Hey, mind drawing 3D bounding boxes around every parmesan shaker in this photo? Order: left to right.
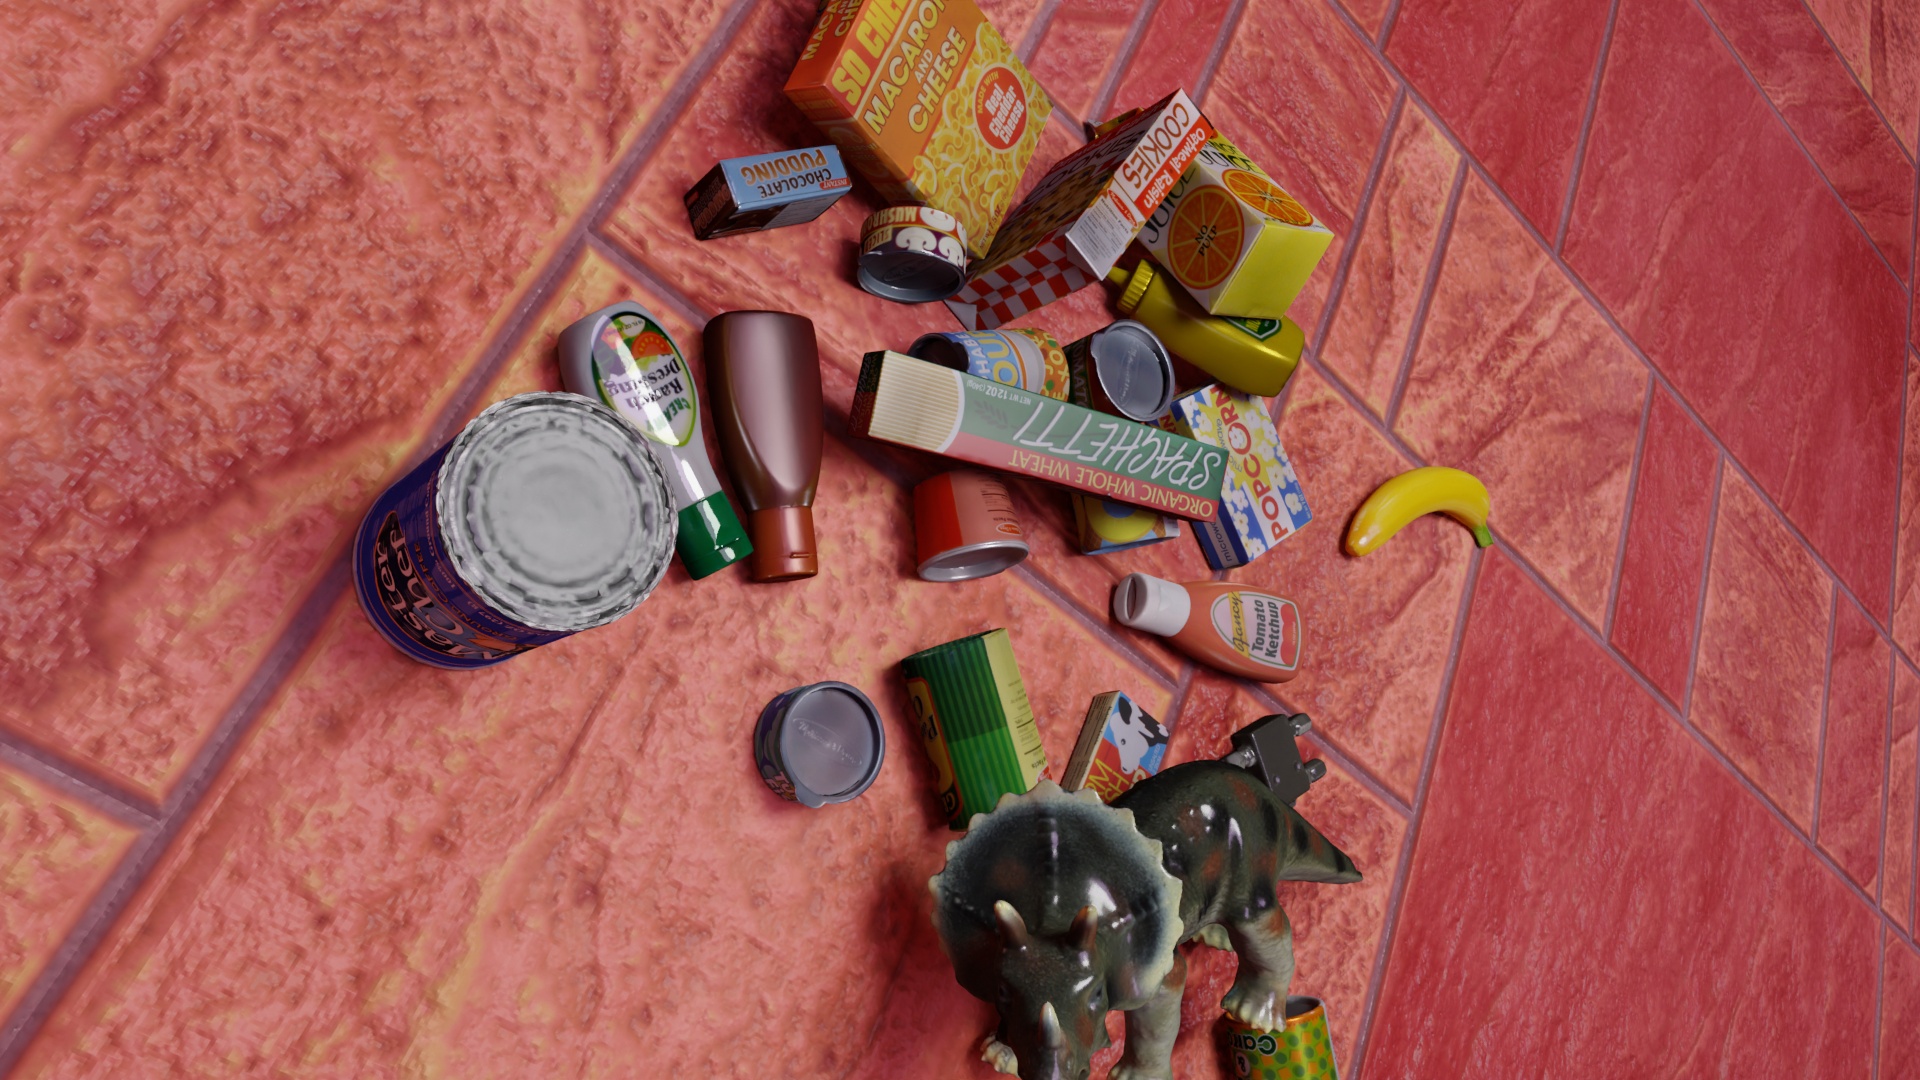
[{"bbox_3d":[0.010,0.109,0.807,0.071,0.071,0.103,-16,87,-38],"label":"parmesan shaker"}]

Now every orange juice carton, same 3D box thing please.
[{"bbox_3d":[0.162,-0.239,0.969,0.072,0.072,0.193,-3,44,-37],"label":"orange juice carton"}]

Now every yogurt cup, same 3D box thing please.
[{"bbox_3d":[0.003,-0.010,0.832,0.072,0.072,0.054,0,71,-37],"label":"yogurt cup"}]

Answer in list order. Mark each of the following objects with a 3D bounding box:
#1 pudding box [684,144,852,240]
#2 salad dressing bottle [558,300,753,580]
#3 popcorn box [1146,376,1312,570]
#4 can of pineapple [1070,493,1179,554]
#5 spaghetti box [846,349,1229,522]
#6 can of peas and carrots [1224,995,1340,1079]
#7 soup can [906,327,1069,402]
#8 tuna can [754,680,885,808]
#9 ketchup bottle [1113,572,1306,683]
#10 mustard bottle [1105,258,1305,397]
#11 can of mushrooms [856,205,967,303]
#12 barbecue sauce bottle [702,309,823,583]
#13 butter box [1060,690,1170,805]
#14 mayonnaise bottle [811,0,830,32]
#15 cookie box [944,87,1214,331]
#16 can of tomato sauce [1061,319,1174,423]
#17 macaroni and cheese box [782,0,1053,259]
[{"bbox_3d":[-0.111,-0.201,0.803,0.084,0.049,0.030,-22,91,-38],"label":"pudding box"},{"bbox_3d":[-0.158,-0.052,0.734,0.064,0.044,0.147,-31,98,-38],"label":"salad dressing bottle"},{"bbox_3d":[0.194,-0.052,0.997,0.085,0.038,0.126,-28,96,-37],"label":"popcorn box"},{"bbox_3d":[0.104,-0.024,0.909,0.071,0.071,0.058,-6,83,-37],"label":"can of pineapple"},{"bbox_3d":[0.054,-0.058,0.820,0.250,0.028,0.050,13,88,-29],"label":"spaghetti box"},{"bbox_3d":[0.205,0.331,0.894,0.071,0.070,0.059,-5,81,-37],"label":"can of peas and carrots"},{"bbox_3d":[0.017,-0.099,0.858,0.084,0.071,0.071,-10,85,-38],"label":"soup can"},{"bbox_3d":[-0.078,0.113,0.759,0.071,0.032,0.071,10,73,-34],"label":"tuna can"},{"bbox_3d":[0.171,0.056,0.951,0.149,0.043,0.065,16,70,-32],"label":"ketchup bottle"},{"bbox_3d":[0.161,-0.158,0.974,0.160,0.048,0.066,27,42,-2],"label":"mustard bottle"},{"bbox_3d":[-0.031,-0.174,0.844,0.071,0.071,0.033,14,70,-33],"label":"can of mushrooms"},{"bbox_3d":[-0.105,-0.052,0.774,0.065,0.043,0.148,-2,80,-36],"label":"barbecue sauce bottle"},{"bbox_3d":[0.094,0.152,0.881,0.053,0.024,0.104,39,58,-22],"label":"butter box"},{"bbox_3d":[-0.064,-0.336,0.865,0.041,0.064,0.148,24,69,-29],"label":"mayonnaise bottle"},{"bbox_3d":[0.077,-0.211,0.897,0.040,0.122,0.168,49,55,-19],"label":"cookie box"},{"bbox_3d":[0.085,-0.099,0.900,0.071,0.083,0.071,10,73,-34],"label":"can of tomato sauce"},{"bbox_3d":[-0.021,-0.270,0.848,0.166,0.040,0.124,38,69,-45],"label":"macaroni and cheese box"}]
